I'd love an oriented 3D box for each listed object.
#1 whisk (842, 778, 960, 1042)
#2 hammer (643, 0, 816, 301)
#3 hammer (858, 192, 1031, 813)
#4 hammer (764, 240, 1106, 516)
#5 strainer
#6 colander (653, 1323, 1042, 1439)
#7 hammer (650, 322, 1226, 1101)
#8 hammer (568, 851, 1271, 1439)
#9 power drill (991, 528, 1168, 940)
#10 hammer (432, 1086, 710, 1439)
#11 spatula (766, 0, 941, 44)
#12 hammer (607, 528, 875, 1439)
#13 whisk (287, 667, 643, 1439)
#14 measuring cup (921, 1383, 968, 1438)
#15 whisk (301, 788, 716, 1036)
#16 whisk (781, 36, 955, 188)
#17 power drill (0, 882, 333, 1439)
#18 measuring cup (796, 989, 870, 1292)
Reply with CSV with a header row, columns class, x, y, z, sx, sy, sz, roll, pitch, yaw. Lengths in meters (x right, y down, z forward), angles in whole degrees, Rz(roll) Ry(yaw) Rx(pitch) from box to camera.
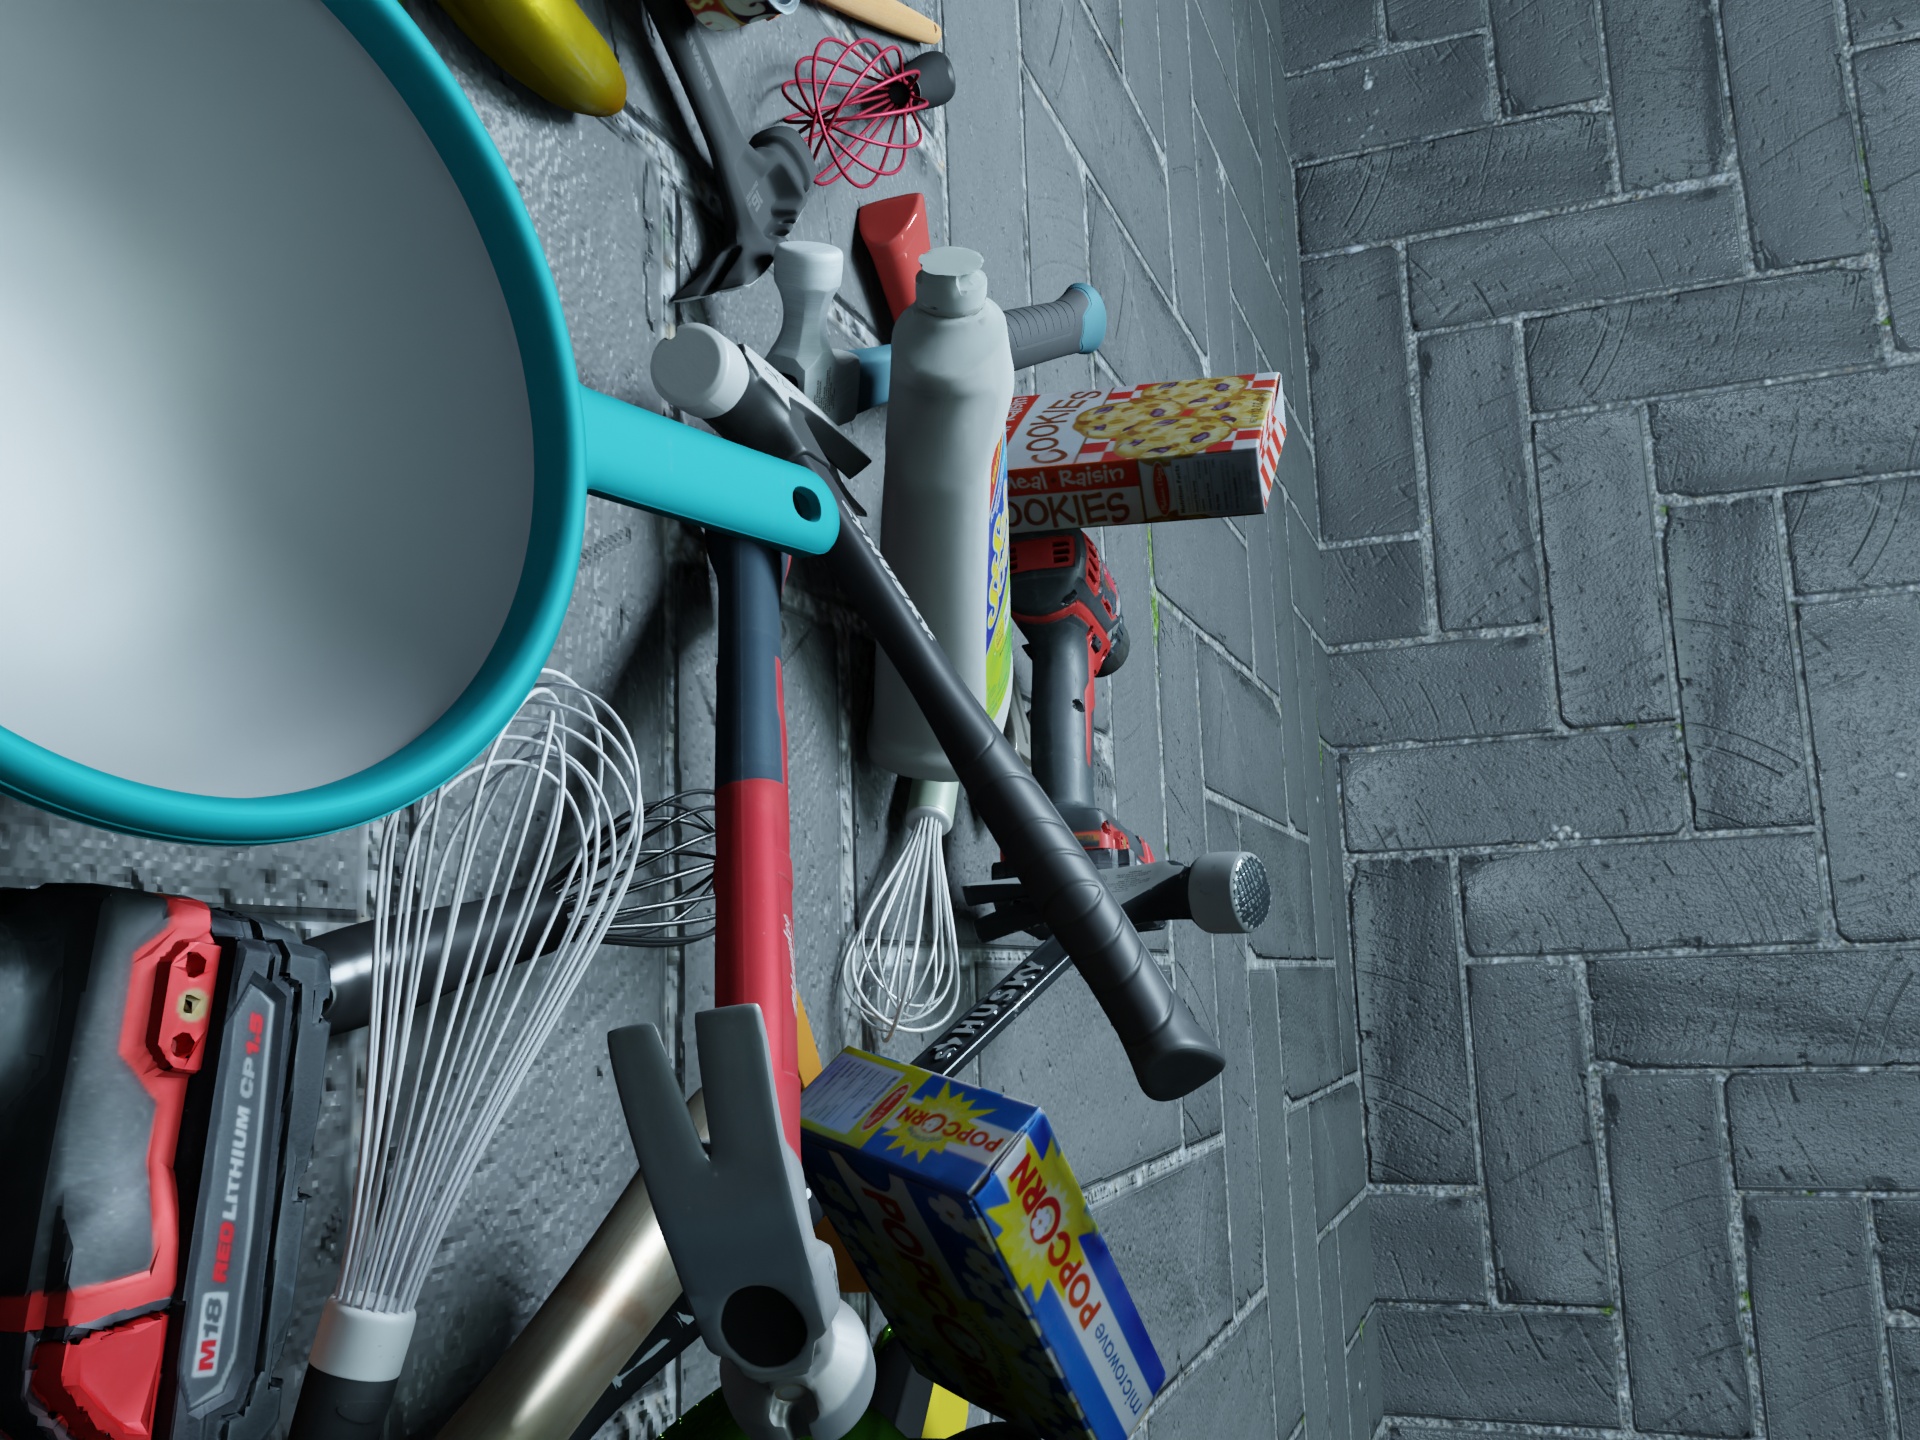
class,x,y,z,sx,sy,sz,roll,pitch,yaw
whisk,-0.017,0.058,0.821,0.059,0.057,0.247,113,-10,-46
hammer,-0.140,-0.331,0.608,0.127,0.034,0.336,-75,151,-45
hammer,0.006,-0.127,0.940,0.149,0.037,0.358,-58,138,-59
hammer,-0.001,-0.192,0.829,0.331,0.033,0.128,-33,136,-56
strainer,-0.153,-0.070,0.386,0.340,0.095,0.211,7,74,-63
colander,-0.063,0.269,0.570,0.094,0.204,0.397,49,5,2
hammer,-0.001,-0.002,0.620,0.335,0.035,0.146,57,10,12
hammer,-0.034,0.147,0.597,0.409,0.149,0.036,-32,109,-48
power drill,0.070,0.010,0.928,0.187,0.080,0.227,42,43,-67
hammer,-0.137,0.206,0.336,0.411,0.038,0.146,-42,148,-65
spatula,-0.058,-0.384,0.833,0.322,0.041,0.081,-40,122,-67
hammer,-0.070,0.014,0.508,0.387,0.038,0.143,-102,-178,-54
whisk,-0.142,0.123,0.403,0.070,0.070,0.285,36,66,-64
measuring cup,-0.032,0.334,0.726,0.156,0.029,0.062,-8,92,-71
whisk,-0.134,0.060,0.506,0.239,0.055,0.055,-14,98,-65
whisk,-0.037,-0.338,0.861,0.296,0.073,0.073,-68,147,-62
power drill,-0.213,0.078,0.250,0.219,0.078,0.143,35,53,-61
measuring cup,-0.037,0.184,0.717,0.095,0.052,0.173,-64,145,-55
